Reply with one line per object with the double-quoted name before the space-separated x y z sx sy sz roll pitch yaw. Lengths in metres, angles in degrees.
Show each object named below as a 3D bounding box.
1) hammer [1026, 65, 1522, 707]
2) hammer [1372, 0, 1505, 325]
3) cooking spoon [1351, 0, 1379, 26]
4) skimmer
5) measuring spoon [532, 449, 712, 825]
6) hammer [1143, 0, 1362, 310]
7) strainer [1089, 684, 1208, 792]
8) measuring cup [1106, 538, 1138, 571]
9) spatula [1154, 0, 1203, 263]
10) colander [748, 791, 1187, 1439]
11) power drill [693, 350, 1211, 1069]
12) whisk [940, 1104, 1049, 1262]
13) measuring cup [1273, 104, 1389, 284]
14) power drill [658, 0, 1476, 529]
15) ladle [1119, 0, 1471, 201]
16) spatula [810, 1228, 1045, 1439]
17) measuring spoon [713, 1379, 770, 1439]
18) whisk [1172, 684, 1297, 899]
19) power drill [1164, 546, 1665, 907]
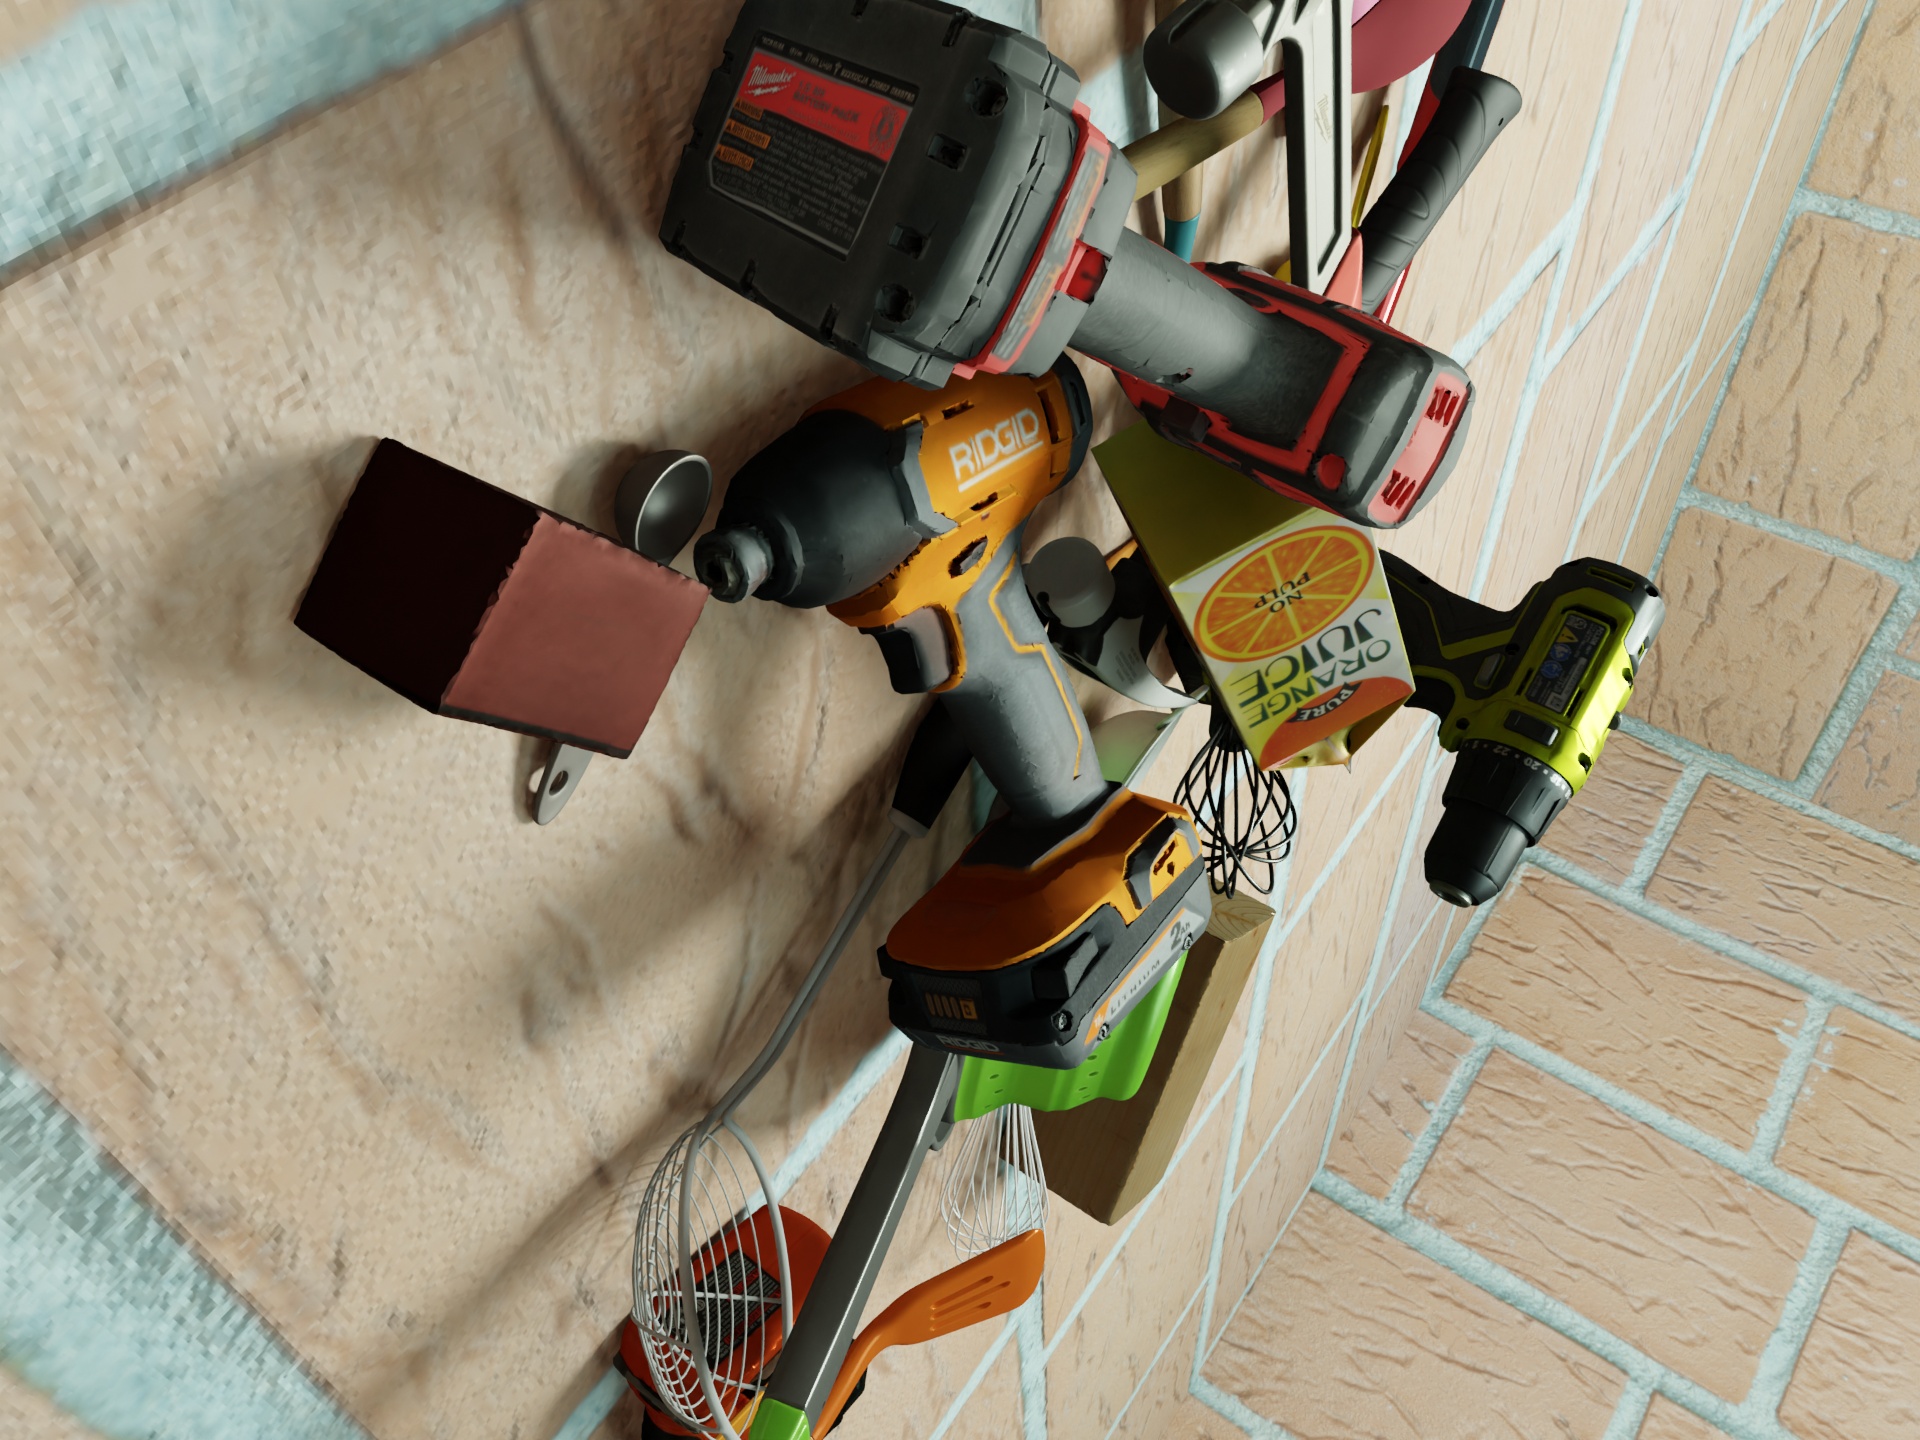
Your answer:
"hammer" 0.150 -0.152 0.701 0.335 0.035 0.146 -55 151 -8
"hammer" 0.241 -0.311 0.775 0.143 0.038 0.386 -63 170 -73
"cooking spoon" 0.181 -0.394 0.640 0.069 0.017 0.318 -35 144 -47
"skimmer" -0.027 0.108 0.647 0.363 0.090 0.127 -61 164 -7
"measuring spoon" -0.105 -0.024 0.461 0.124 0.018 0.034 -64 164 18
"hammer" 0.147 -0.149 0.622 0.149 0.037 0.358 -43 147 -17
"strainer" 0.065 0.079 0.862 0.087 0.050 0.258 -40 153 -57
"measuring cup" 0.111 -0.077 0.777 0.174 0.052 0.095 -41 148 -43
"spatula" 0.095 -0.215 0.613 0.082 0.044 0.317 -48 154 -18
"colander" 0.025 0.152 0.651 0.397 0.094 0.204 -63 167 -48
"power drill" -0.001 -0.002 0.527 0.164 0.084 0.226 -35 115 -45
"whisk" 0.025 0.210 0.902 0.070 0.070 0.284 -35 138 -46
"measuring cup" 0.182 -0.244 0.796 0.062 0.029 0.156 57 51 -68
"power drill" 0.036 -0.122 0.449 0.219 0.143 0.078 12 110 -44
"ladle" 0.082 -0.205 0.555 0.315 0.031 0.069 -35 164 -23
"spatula" -0.080 0.341 0.704 0.322 0.041 0.081 -39 149 -32
"measuring spoon" -0.080 0.293 0.682 0.117 0.011 0.021 -28 140 -51
"whisk" 0.128 0.006 0.733 0.239 0.055 0.055 -69 173 -60
"power drill" 0.229 -0.024 0.848 0.190 0.229 0.080 -58 155 -11
